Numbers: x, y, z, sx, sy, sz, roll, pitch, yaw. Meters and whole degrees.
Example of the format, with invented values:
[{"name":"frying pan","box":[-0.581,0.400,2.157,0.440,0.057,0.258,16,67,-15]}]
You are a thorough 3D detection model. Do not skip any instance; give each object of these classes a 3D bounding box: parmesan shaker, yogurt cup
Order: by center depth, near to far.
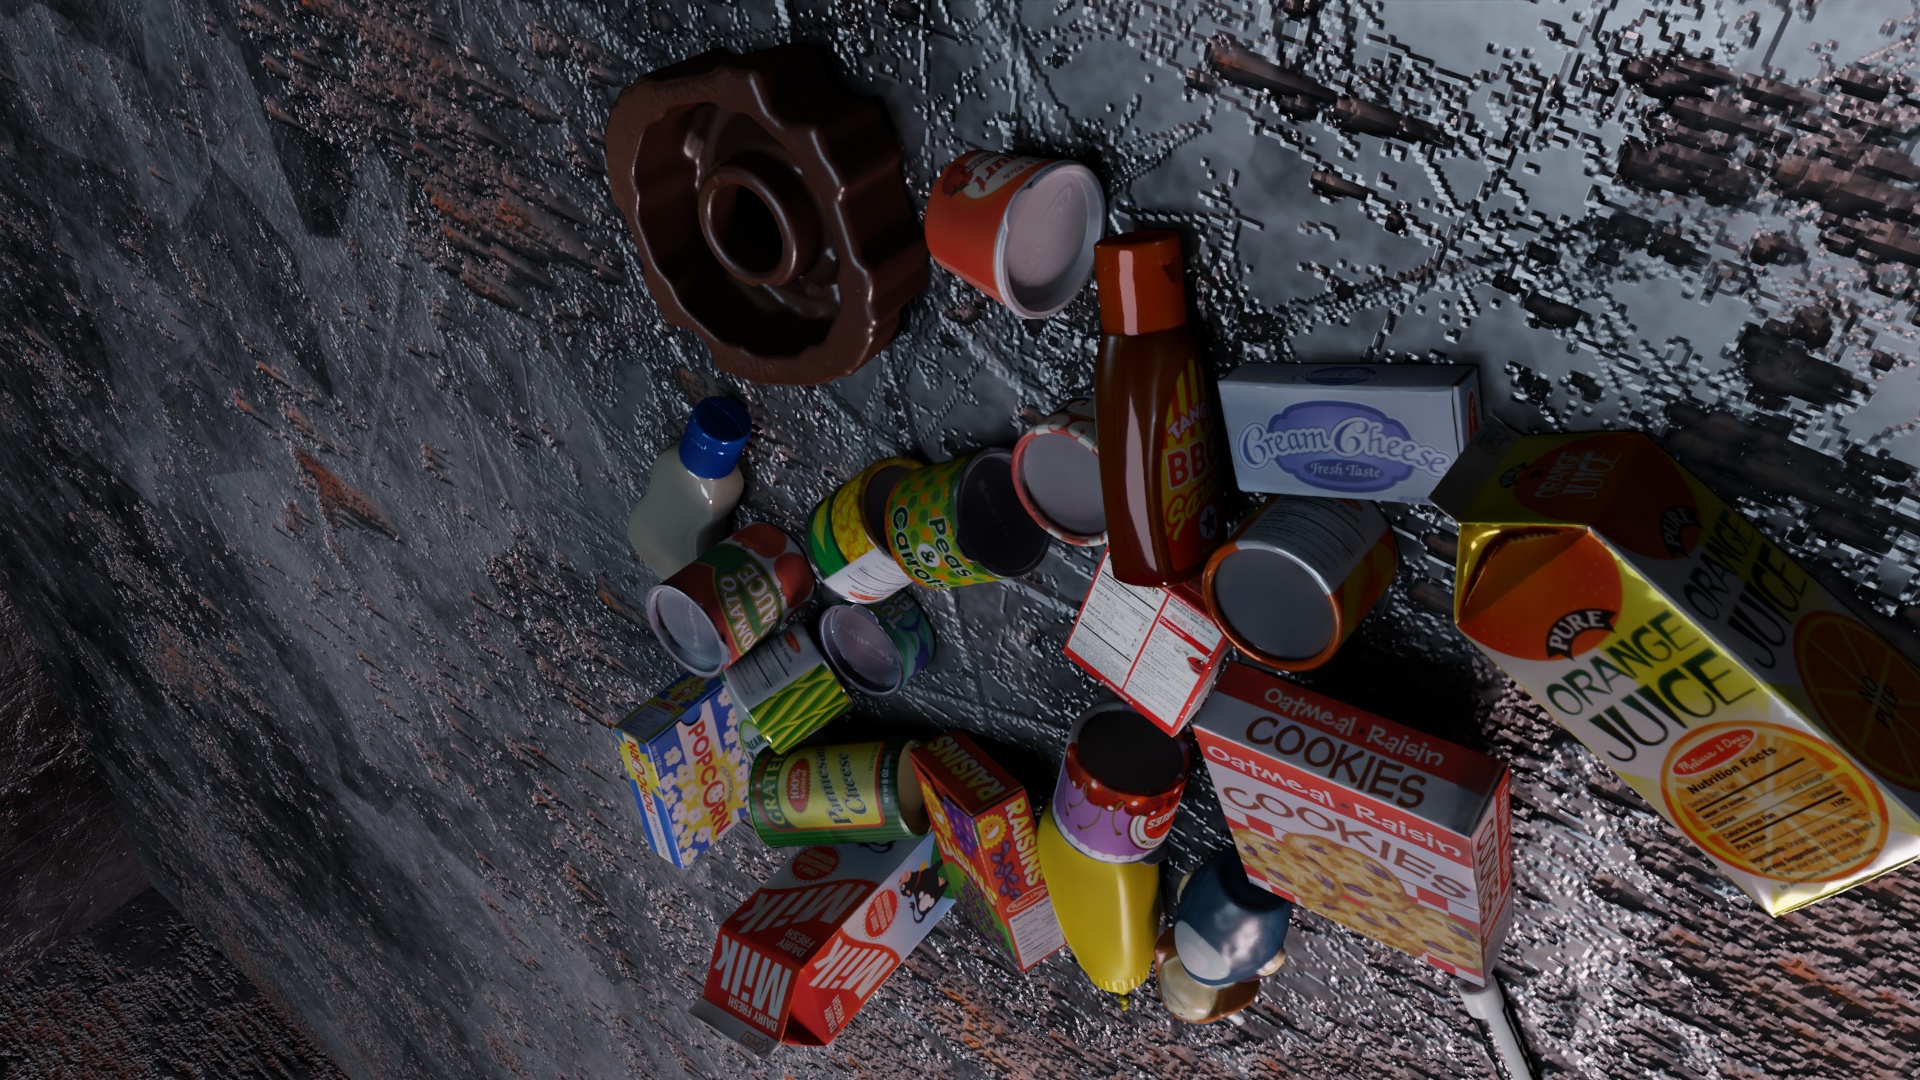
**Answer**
[{"name":"yogurt cup","box":[0.022,-0.135,0.599,0.054,0.073,0.072,29,136,36]},{"name":"parmesan shaker","box":[-0.074,0.157,0.885,0.103,0.072,0.071,-8,115,21]}]

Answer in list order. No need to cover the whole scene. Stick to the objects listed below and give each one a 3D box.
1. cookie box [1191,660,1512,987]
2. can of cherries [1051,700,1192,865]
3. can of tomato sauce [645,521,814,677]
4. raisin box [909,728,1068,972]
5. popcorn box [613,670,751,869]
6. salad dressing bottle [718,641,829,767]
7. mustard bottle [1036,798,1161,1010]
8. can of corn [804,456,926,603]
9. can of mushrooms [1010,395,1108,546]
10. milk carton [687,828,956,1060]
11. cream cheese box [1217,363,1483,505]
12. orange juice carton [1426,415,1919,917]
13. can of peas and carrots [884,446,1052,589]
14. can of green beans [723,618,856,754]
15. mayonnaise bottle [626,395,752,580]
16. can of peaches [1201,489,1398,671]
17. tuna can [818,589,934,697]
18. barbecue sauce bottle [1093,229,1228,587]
[{"name":"cookie box","box":[0.181,0.129,0.626,0.123,0.040,0.166,19,153,33]},{"name":"can of cherries","box":[0.087,0.129,0.735,0.071,0.072,0.058,30,135,23]},{"name":"can of tomato sauce","box":[-0.141,0.036,0.864,0.071,0.083,0.070,24,133,28]},{"name":"raisin box","box":[0.016,0.187,0.845,0.086,0.040,0.123,33,143,57]},{"name":"popcorn box","box":[-0.196,0.164,1.012,0.038,0.085,0.126,19,131,33]},{"name":"salad dressing bottle","box":[-0.131,0.117,0.948,0.064,0.044,0.147,-11,111,40]},{"name":"mustard bottle","box":[0.086,0.216,0.816,0.065,0.049,0.159,12,128,35]},{"name":"can of corn","box":[-0.043,-0.008,0.755,0.071,0.071,0.058,54,140,-4]},{"name":"can of mushrooms","box":[0.057,-0.033,0.666,0.071,0.034,0.070,24,134,28]},{"name":"milk carton","box":[-0.084,0.247,0.887,0.072,0.191,0.073,14,128,36]},{"name":"cream cheese box","box":[0.159,-0.044,0.569,0.104,0.024,0.053,7,123,40]},{"name":"orange juice carton","box":[0.254,0.033,0.502,0.193,0.072,0.072,44,140,8]},{"name":"can of peas and carrots","box":[0.003,-0.009,0.706,0.058,0.071,0.071,-12,111,47]},{"name":"can of green beans","box":[-0.107,0.092,0.876,0.071,0.058,0.071,56,174,9]},{"name":"mayonnaise bottle","box":[-0.167,-0.032,0.873,0.065,0.041,0.147,44,139,7]},{"name":"can of peaches","box":[0.146,0.016,0.601,0.071,0.058,0.071,24,133,28]},{"name":"tuna can","box":[-0.050,0.057,0.835,0.071,0.033,0.070,24,133,28]},{"name":"barbecue sauce bottle","box":[0.084,-0.058,0.603,0.043,0.065,0.148,6,115,38]}]
